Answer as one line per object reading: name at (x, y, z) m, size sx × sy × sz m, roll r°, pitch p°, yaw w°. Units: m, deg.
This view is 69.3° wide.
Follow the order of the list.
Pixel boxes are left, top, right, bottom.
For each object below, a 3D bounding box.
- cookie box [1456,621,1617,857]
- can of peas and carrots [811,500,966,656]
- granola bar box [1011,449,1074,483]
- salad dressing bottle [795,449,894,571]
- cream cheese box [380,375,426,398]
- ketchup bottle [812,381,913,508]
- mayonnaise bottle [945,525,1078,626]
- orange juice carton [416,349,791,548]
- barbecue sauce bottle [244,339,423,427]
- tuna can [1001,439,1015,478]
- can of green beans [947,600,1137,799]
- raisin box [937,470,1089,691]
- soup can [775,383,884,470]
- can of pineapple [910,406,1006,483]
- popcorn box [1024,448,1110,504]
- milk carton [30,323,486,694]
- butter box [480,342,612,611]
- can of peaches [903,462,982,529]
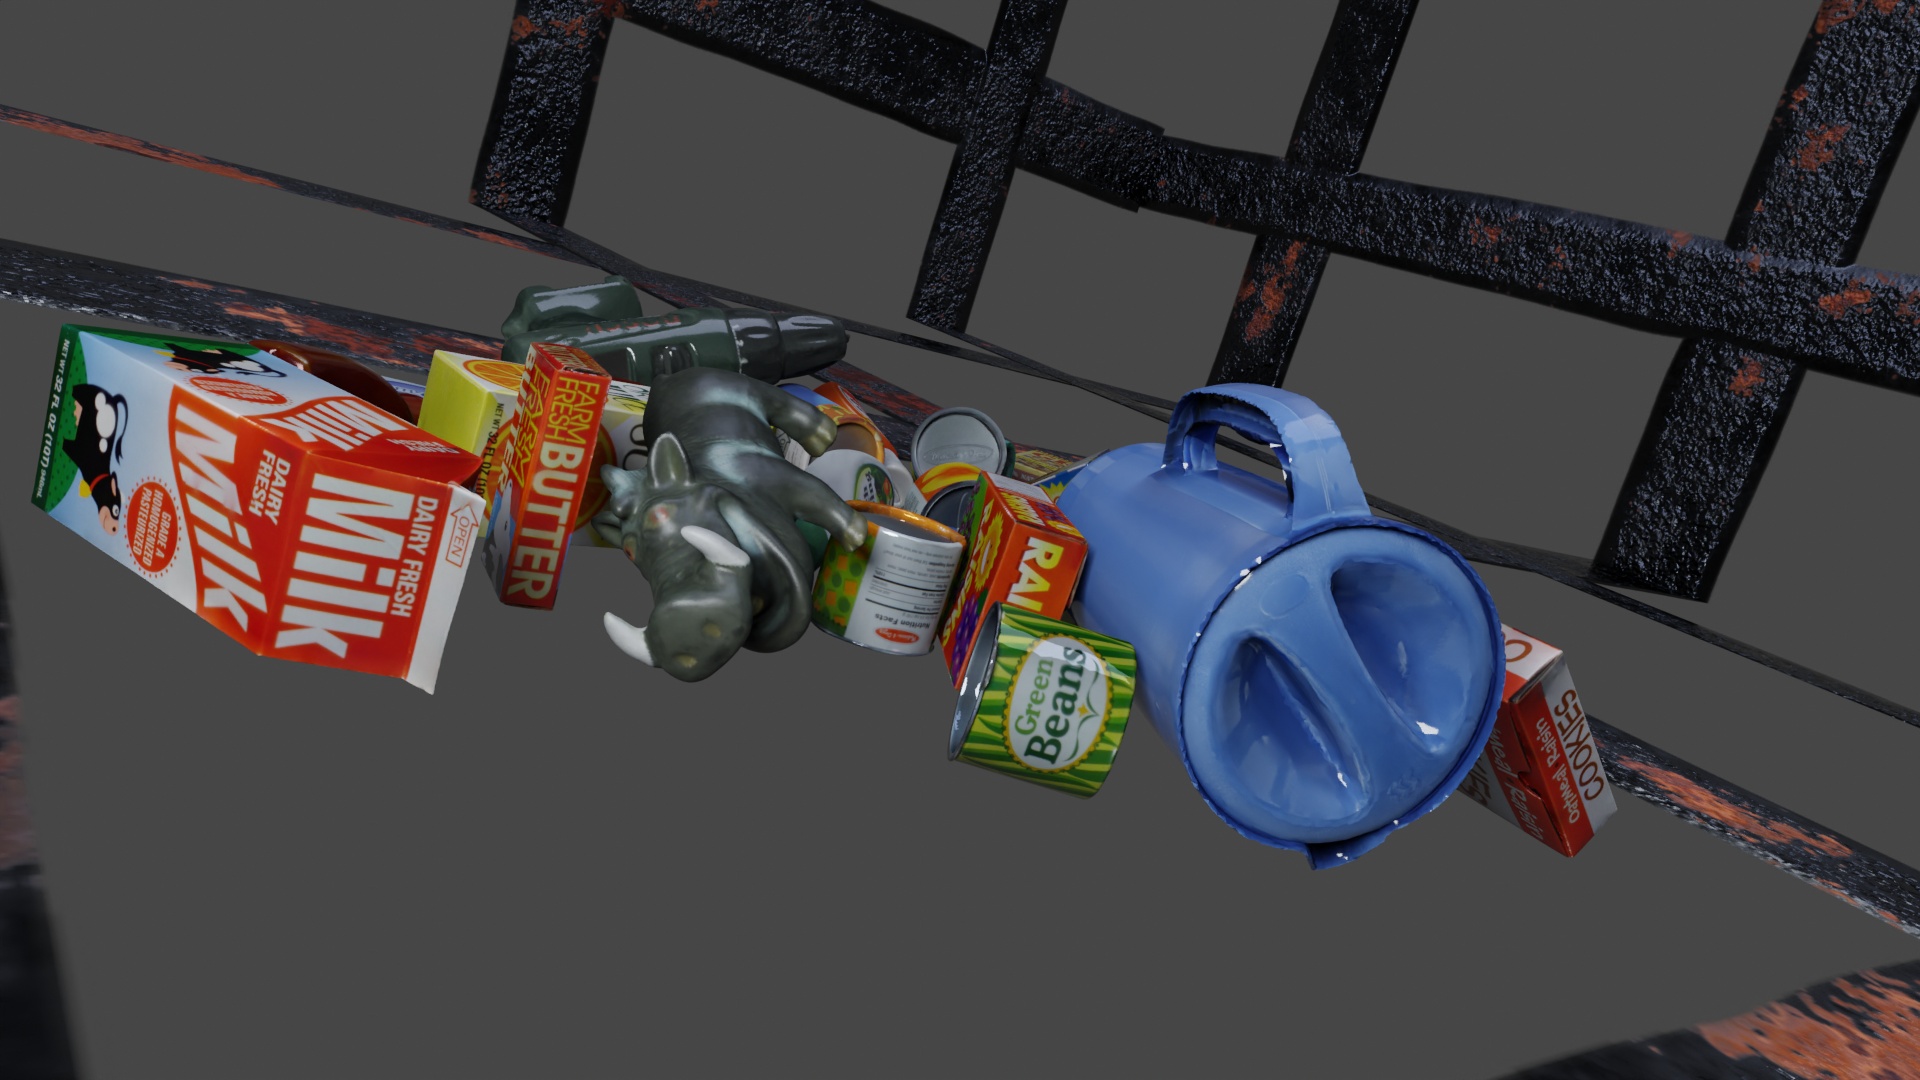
cookie box at (0.243, 0.076, 0.713) m, size 0.168 × 0.040 × 0.122 m, roll 34°, pitch -18°, yaw 55°
can of peas and carrots at (-0.037, 0.017, 0.683) m, size 0.071 × 0.058 × 0.071 m, roll 17°, pitch 11°, yaw -3°
granola bar box at (0.119, -0.031, 1.187) m, size 0.166 × 0.039 × 0.124 m, roll 20°, pitch 12°, yaw 14°
salad dressing bottle at (-0.077, -0.009, 0.753) m, size 0.044 × 0.064 × 0.148 m, roll 6°, pitch 17°, yaw 13°
cream cheese box at (-0.305, -0.071, 0.780) m, size 0.104 × 0.024 × 0.053 m, roll 13°, pitch 12°, yaw -21°
ketchup bottle at (-0.075, -0.066, 1.029) m, size 0.064 × 0.043 × 0.149 m, roll 55°, pitch -2°, yaw -33°
mayonnaise bottle at (0.029, 0.019, 0.773) m, size 0.148 × 0.064 × 0.041 m, roll 13°, pitch 51°, yaw -7°
orange juice carton at (-0.172, -0.039, 0.711) m, size 0.193 × 0.071 × 0.073 m, roll 6°, pitch 17°, yaw -43°
barbecue sauce bottle at (-0.288, -0.055, 0.647) m, size 0.044 × 0.065 × 0.148 m, roll 20°, pitch 3°, yaw 1°
tuna can at (0.014, -0.050, 1.049) m, size 0.033 × 0.071 × 0.071 m, roll 23°, pitch 12°, yaw 18°
can of green beans at (0.032, 0.063, 0.549) m, size 0.058 × 0.071 × 0.071 m, roll 17°, pitch 11°, yaw -4°
raisin box at (0.021, 0.021, 0.680) m, size 0.040 × 0.086 × 0.123 m, roll 18°, pitch 10°, yaw -10°
soup can at (-0.099, -0.066, 0.956) m, size 0.071 × 0.071 × 0.084 m, roll 8°, pitch 15°, yaw -41°
can of pineapple at (-0.003, -0.055, 0.980) m, size 0.071 × 0.071 × 0.058 m, roll 18°, pitch -8°, yaw 0°
popcorn box at (0.069, -0.030, 1.001) m, size 0.085 × 0.038 × 0.127 m, roll -21°, pitch 3°, yaw 15°
milk carton at (-0.240, -0.014, 0.494) m, size 0.191 × 0.072 × 0.073 m, roll 24°, pitch 12°, yaw 28°
butter box at (-0.174, -0.028, 0.578) m, size 0.024 × 0.103 × 0.053 m, roll 10°, pitch 14°, yaw -31°
can of peaches at (0.003, -0.011, 0.850) m, size 0.071 × 0.071 × 0.058 m, roll 15°, pitch 11°, yaw -15°
